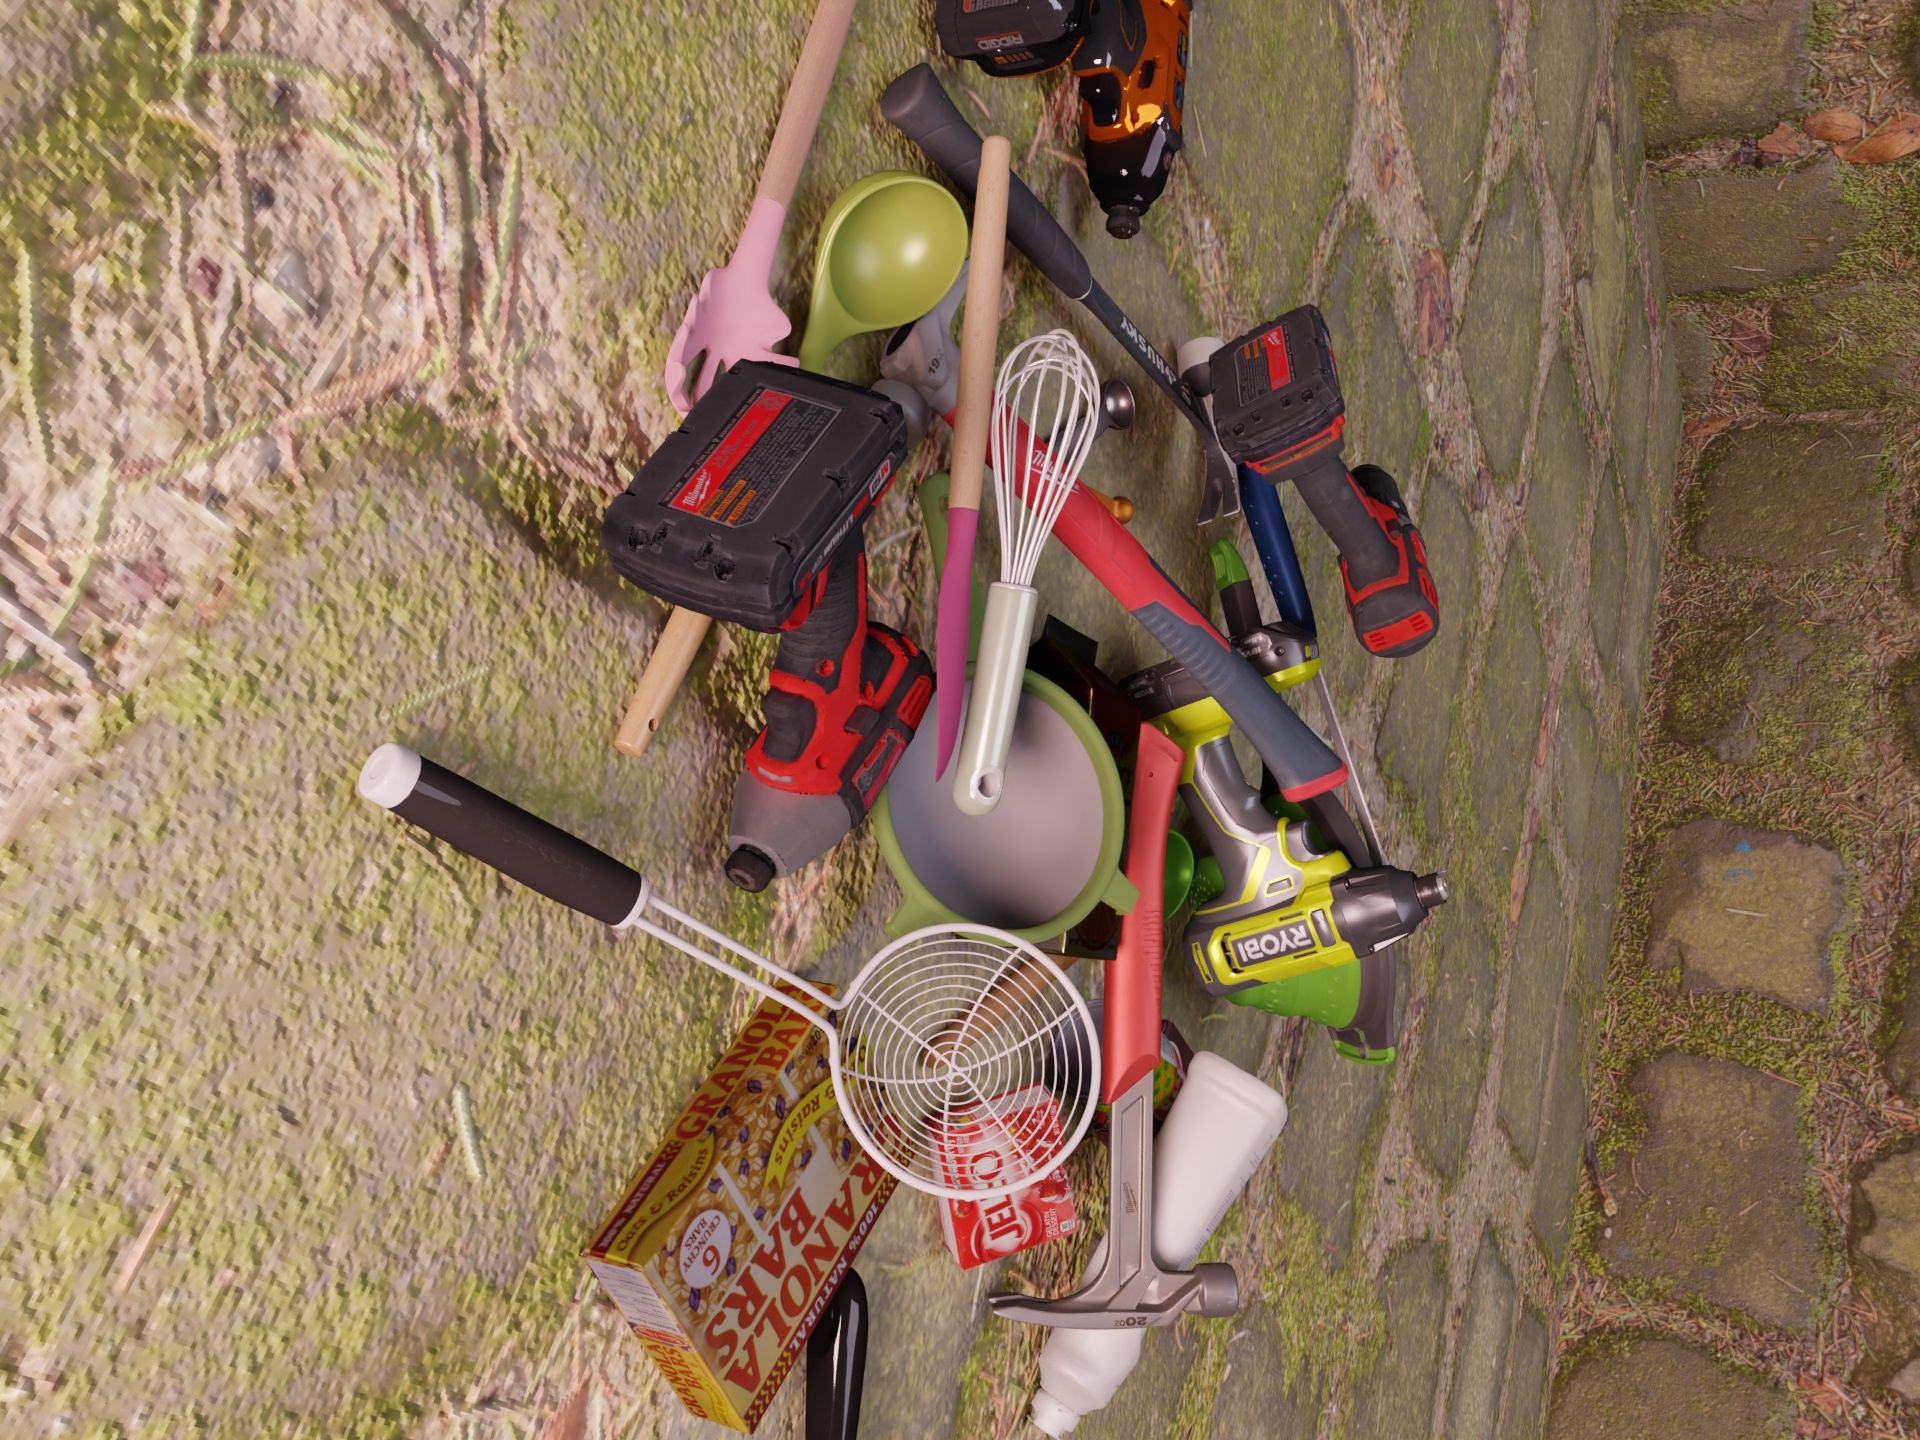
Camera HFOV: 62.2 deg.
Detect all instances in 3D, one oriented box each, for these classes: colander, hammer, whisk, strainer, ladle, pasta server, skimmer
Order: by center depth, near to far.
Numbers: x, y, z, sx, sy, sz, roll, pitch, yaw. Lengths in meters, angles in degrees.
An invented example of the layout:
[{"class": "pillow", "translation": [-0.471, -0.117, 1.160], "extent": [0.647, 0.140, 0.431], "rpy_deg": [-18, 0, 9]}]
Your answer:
[{"class": "skimmer", "translation": [-0.075, 0.098, 0.658], "extent": [0.362, 0.090, 0.127], "rpy_deg": [38, 58, -42]}, {"class": "ladle", "translation": [-0.076, -0.123, 0.725], "extent": [0.078, 0.062, 0.320], "rpy_deg": [53, 52, -50]}, {"class": "pasta server", "translation": [-0.076, -0.260, 0.732], "extent": [0.060, 0.040, 0.316], "rpy_deg": [27, 66, -33]}, {"class": "whisk", "translation": [-0.067, 0.420, 0.775], "extent": [0.073, 0.073, 0.296], "rpy_deg": [21, 69, -57]}, {"class": "whisk", "translation": [0.028, -0.073, 0.793], "extent": [0.057, 0.059, 0.246], "rpy_deg": [10, 91, -30]}, {"class": "strainer", "translation": [-0.001, -0.003, 0.857], "extent": [0.151, 0.069, 0.256], "rpy_deg": [-4, 77, -30]}, {"class": "hammer", "translation": [0.103, -0.093, 0.908], "extent": [0.386, 0.038, 0.143], "rpy_deg": [43, 53, -25]}, {"class": "hammer", "translation": [0.094, 0.180, 0.959], "extent": [0.037, 0.149, 0.359], "rpy_deg": [153, -61, -83]}, {"class": "hammer", "translation": [0.077, -0.255, 0.961], "extent": [0.408, 0.036, 0.149], "rpy_deg": [30, 50, -52]}, {"class": "hammer", "translation": [0.253, -0.048, 1.138], "extent": [0.144, 0.035, 0.406], "rpy_deg": [96, -22, -80]}, {"class": "colander", "translation": [0.208, 0.065, 1.164], "extent": [0.204, 0.094, 0.397], "rpy_deg": [133, -57, -79]}]

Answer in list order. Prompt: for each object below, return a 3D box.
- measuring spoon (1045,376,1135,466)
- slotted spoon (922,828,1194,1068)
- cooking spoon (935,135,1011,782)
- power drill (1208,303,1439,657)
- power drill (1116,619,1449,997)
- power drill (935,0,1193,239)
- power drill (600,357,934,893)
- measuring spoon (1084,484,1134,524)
[{"class": "measuring spoon", "translation": [0.073, -0.181, 1.006], "extent": [0.124, 0.018, 0.034], "rpy_deg": [-43, 117, -40]}, {"class": "slotted spoon", "translation": [0.067, 0.143, 1.002], "extent": [0.314, 0.031, 0.070], "rpy_deg": [-28, 114, -53]}, {"class": "cooking spoon", "translation": [0.004, -0.128, 0.776], "extent": [0.069, 0.017, 0.319], "rpy_deg": [64, 31, -87]}, {"class": "power drill", "translation": [0.258, -0.173, 1.100], "extent": [0.226, 0.080, 0.188], "rpy_deg": [49, 30, -32]}, {"class": "power drill", "translation": [0.205, 0.055, 1.042], "extent": [0.080, 0.171, 0.223], "rpy_deg": [-15, 85, -65]}, {"class": "power drill", "translation": [0.071, -0.390, 0.924], "extent": [0.226, 0.084, 0.164], "rpy_deg": [10, 84, -62]}, {"class": "power drill", "translation": [-0.072, -0.029, 0.677], "extent": [0.143, 0.078, 0.219], "rpy_deg": [-58, 157, -31]}, {"class": "measuring spoon", "translation": [0.085, -0.142, 1.025], "extent": [0.117, 0.011, 0.021], "rpy_deg": [2, 90, -58]}]
